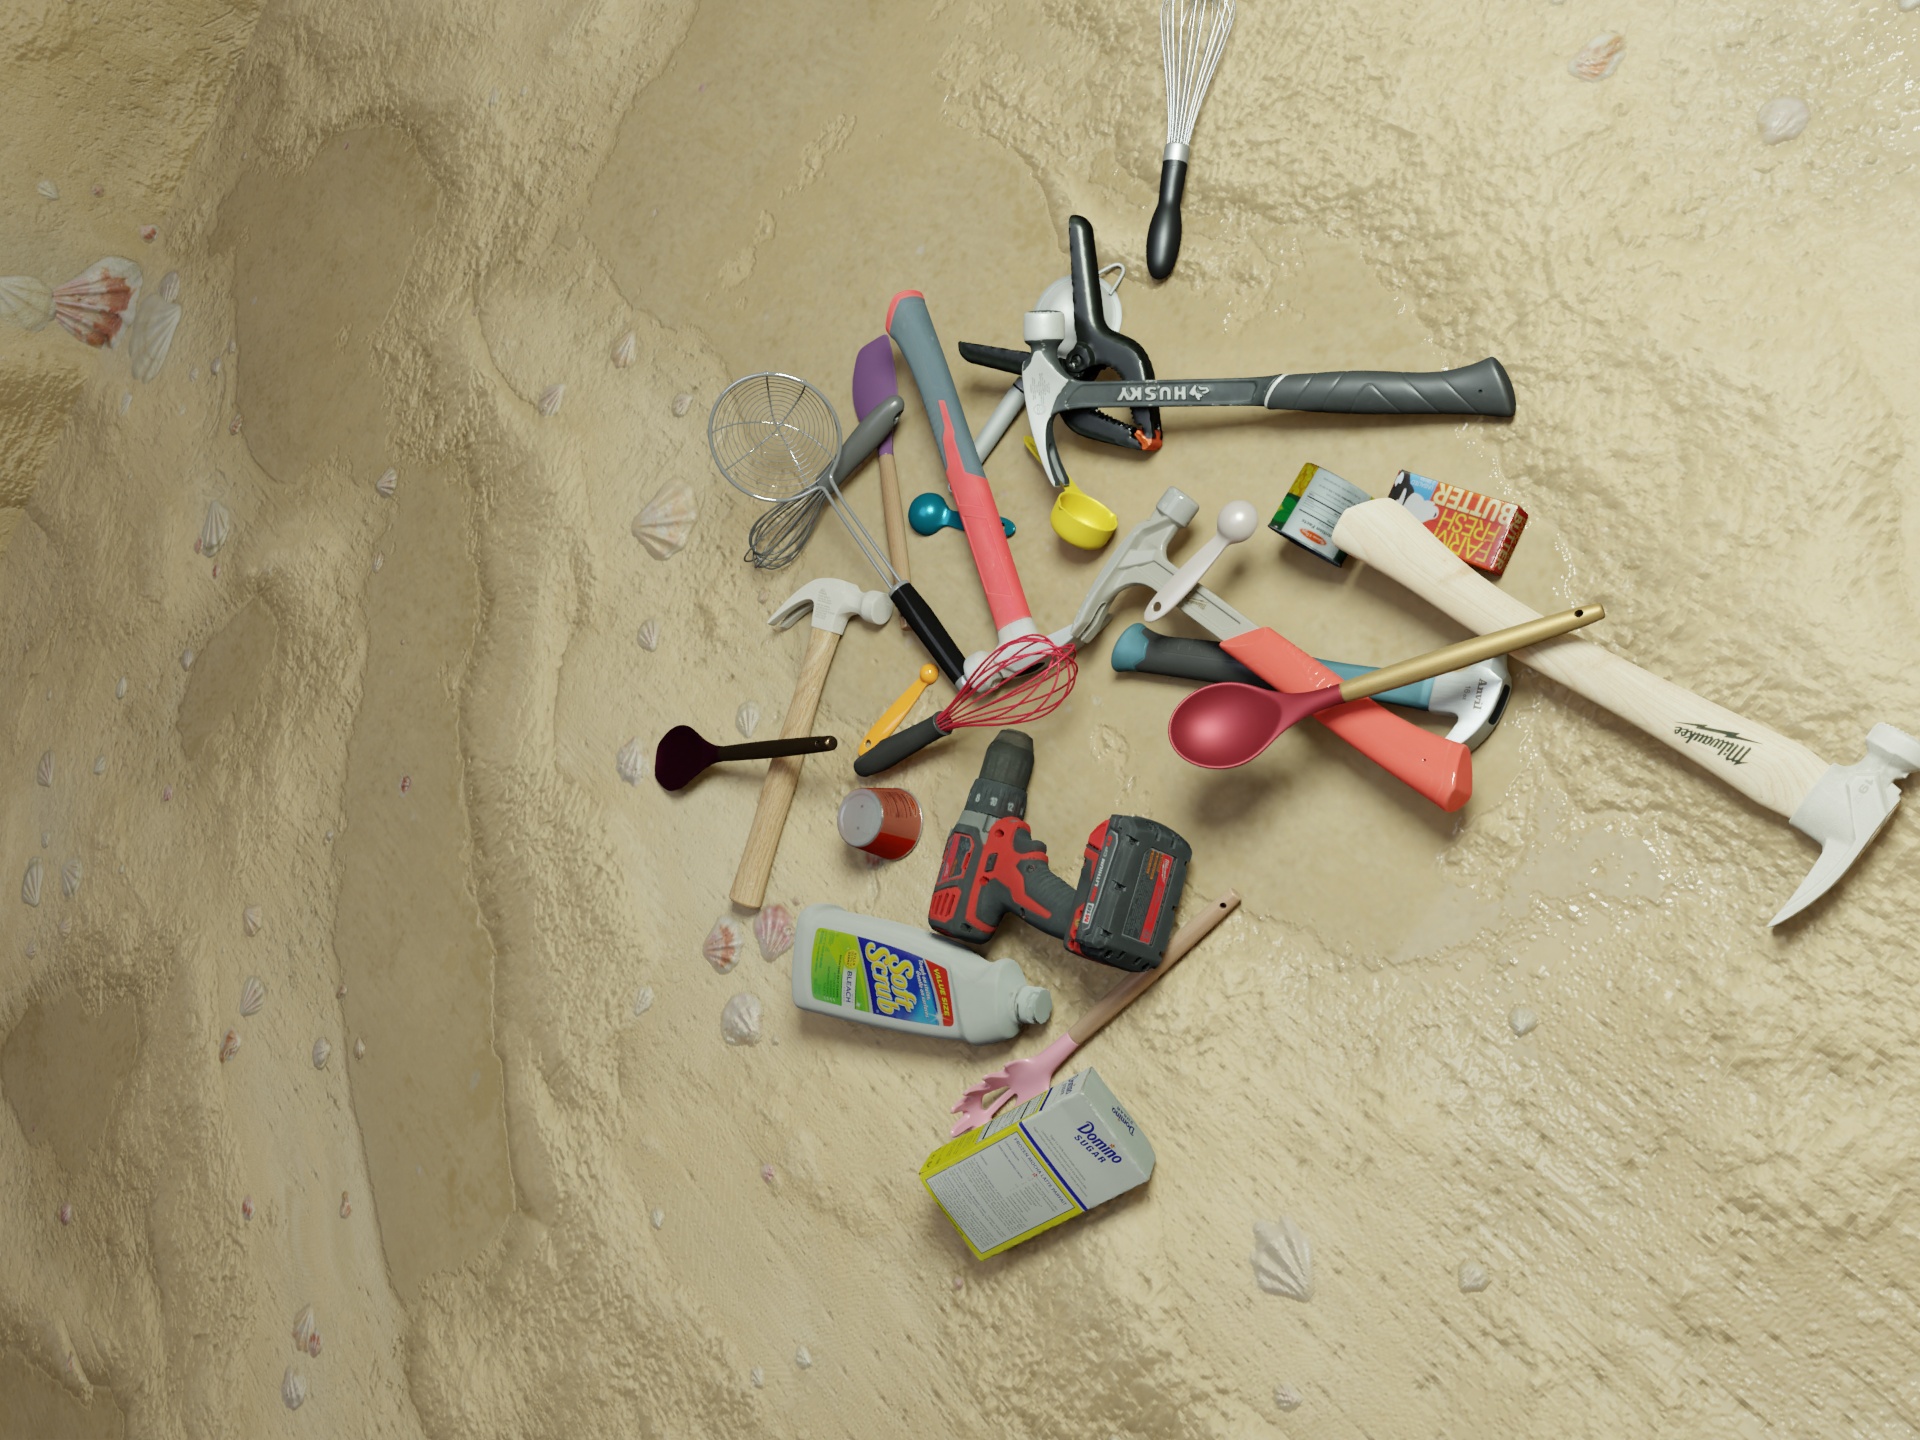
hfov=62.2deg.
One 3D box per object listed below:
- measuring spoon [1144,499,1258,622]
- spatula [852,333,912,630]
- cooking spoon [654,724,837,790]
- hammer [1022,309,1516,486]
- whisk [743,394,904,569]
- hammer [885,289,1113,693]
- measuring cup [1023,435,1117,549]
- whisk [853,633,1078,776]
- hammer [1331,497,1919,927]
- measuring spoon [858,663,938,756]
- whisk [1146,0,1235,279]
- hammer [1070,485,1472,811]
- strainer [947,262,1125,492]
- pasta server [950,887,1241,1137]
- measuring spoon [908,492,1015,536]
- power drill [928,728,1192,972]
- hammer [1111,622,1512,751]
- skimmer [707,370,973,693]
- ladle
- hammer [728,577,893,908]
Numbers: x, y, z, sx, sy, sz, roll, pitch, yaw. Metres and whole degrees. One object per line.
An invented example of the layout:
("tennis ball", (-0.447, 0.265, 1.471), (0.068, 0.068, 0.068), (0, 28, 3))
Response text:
("measuring spoon", (0.185, -0.125, 1.253), (0.124, 0.018, 0.034), (-48, 54, 18))
("spatula", (-0.071, -0.233, 1.551), (0.060, 0.018, 0.316), (-23, 65, 36))
("cooking spoon", (-0.219, 0.032, 1.563), (0.319, 0.017, 0.069), (-6, 77, 50))
("hammer", (0.235, -0.260, 1.283), (0.409, 0.036, 0.149), (6, 105, 29))
("whisk", (-0.136, -0.234, 1.571), (0.239, 0.055, 0.055), (-44, 57, 25))
("hammer", (0.018, -0.228, 1.442), (0.143, 0.038, 0.386), (-26, 72, 30))
("measuring cup", (0.087, -0.203, 1.414), (0.029, 0.062, 0.157), (-63, 38, 30))
("whisk", (-0.002, -0.004, 1.402), (0.296, 0.073, 0.073), (-28, 63, 44))
("hammer", (0.424, -0.029, 1.095), (0.411, 0.038, 0.146), (38, 103, 30))
("measuring spoon", (-0.061, -0.009, 1.496), (0.117, 0.011, 0.021), (-49, 56, 18))
("whisk", (0.193, -0.529, 1.397), (0.070, 0.070, 0.284), (8, 90, 38))
("hammer", (0.239, -0.037, 1.222), (0.359, 0.036, 0.149), (43, 104, 37))
("strainer", (0.063, -0.313, 1.457), (0.087, 0.050, 0.258), (43, 110, 20))
("pasta server", (0.110, 0.244, 1.295), (0.060, 0.040, 0.316), (46, 108, 4))
("measuring spoon", (-0.003, -0.189, 1.486), (0.129, 0.021, 0.042), (16, 90, 39))
("power drill", (0.077, 0.105, 1.319), (0.227, 0.080, 0.188), (7, 77, 47))
("hammer", (0.264, -0.039, 1.248), (0.331, 0.033, 0.128), (10, 85, 38))
("skimmer", (-0.104, -0.170, 1.476), (0.127, 0.090, 0.363), (-43, 69, 19))
("ladle", (0.297, -0.029, 1.136), (0.315, 0.031, 0.069), (-19, 64, 26))
("hammer", (-0.166, 0.021, 1.555), (0.130, 0.031, 0.331), (17, 91, 38))
